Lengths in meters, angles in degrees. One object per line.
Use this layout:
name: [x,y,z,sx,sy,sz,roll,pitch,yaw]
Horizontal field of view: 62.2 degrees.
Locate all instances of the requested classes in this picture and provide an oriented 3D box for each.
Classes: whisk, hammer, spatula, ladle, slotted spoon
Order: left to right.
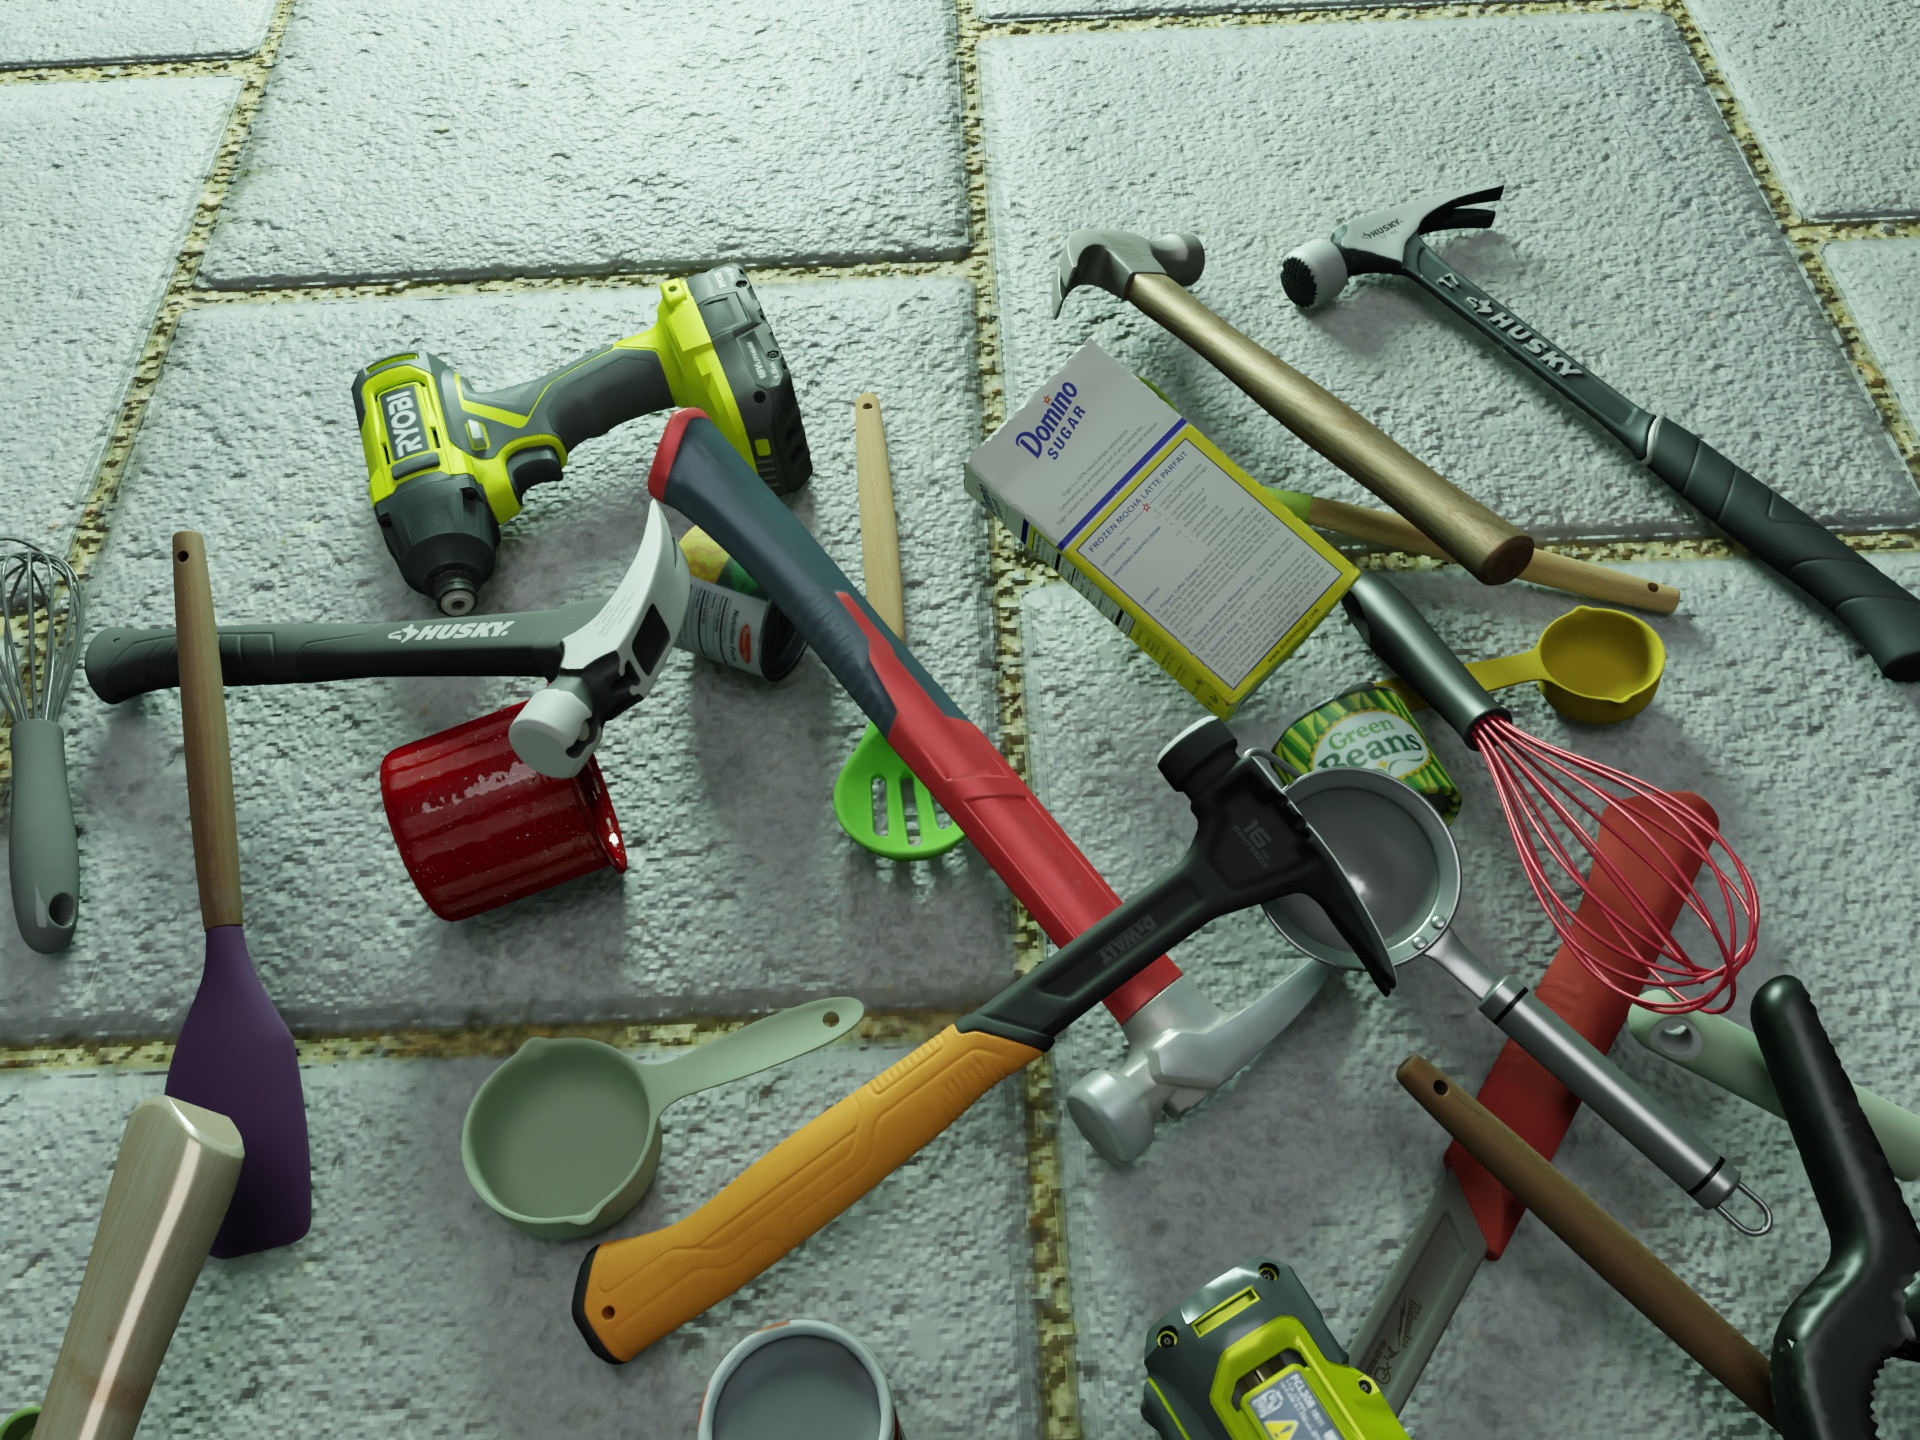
hammer: [-0.307,0.323,0.492,0.146,0.038,0.411,-14,55,24]
whisk: [-0.444,0.006,0.761,0.055,0.055,0.239,-18,60,-10]
spatula: [-0.318,0.065,0.677,0.060,0.018,0.316,-12,74,-1]
hammer: [-0.275,-0.035,0.728,0.335,0.035,0.146,-1,42,25]
slotted spoon: [-0.036,-0.057,0.803,0.070,0.031,0.314,-6,53,-2]
hammer: [-0.001,-0.002,0.705,0.143,0.038,0.386,-34,74,-22]
hammer: [0.002,0.142,0.610,0.337,0.034,0.127,-35,71,-4]
hammer: [0.163,-0.173,0.824,0.130,0.031,0.332,-11,45,-35]
ladle: [0.207,-0.109,0.814,0.320,0.062,0.078,16,62,10]
whisk: [0.239,0.015,0.686,0.073,0.073,0.296,-15,38,-9]
hammer: [0.227,0.168,0.629,0.149,0.036,0.359,30,62,21]
hammer: [0.362,-0.164,0.860,0.149,0.036,0.409,-30,60,-19]
spatula: [0.284,0.228,0.557,0.317,0.044,0.082,42,66,10]
whisk: [0.372,0.168,0.604,0.246,0.057,0.059,27,23,11]

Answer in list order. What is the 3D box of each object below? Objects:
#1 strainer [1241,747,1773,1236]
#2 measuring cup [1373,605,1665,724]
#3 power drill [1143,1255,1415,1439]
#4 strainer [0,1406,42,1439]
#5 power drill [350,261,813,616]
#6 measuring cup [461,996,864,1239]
strainer: [0.206,0.106,0.628,0.087,0.050,0.259,-41,68,-15]
measuring cup: [0.258,-0.014,0.769,0.156,0.029,0.062,-12,50,8]
power drill: [0.062,0.307,0.493,0.228,0.080,0.191,-29,62,-8]
strainer: [-0.251,0.313,0.523,0.256,0.069,0.151,34,63,21]
power drill: [-0.200,-0.148,0.845,0.223,0.080,0.171,-20,56,-7]
measuring cup: [-0.117,0.155,0.650,0.167,0.038,0.083,-20,57,-14]
